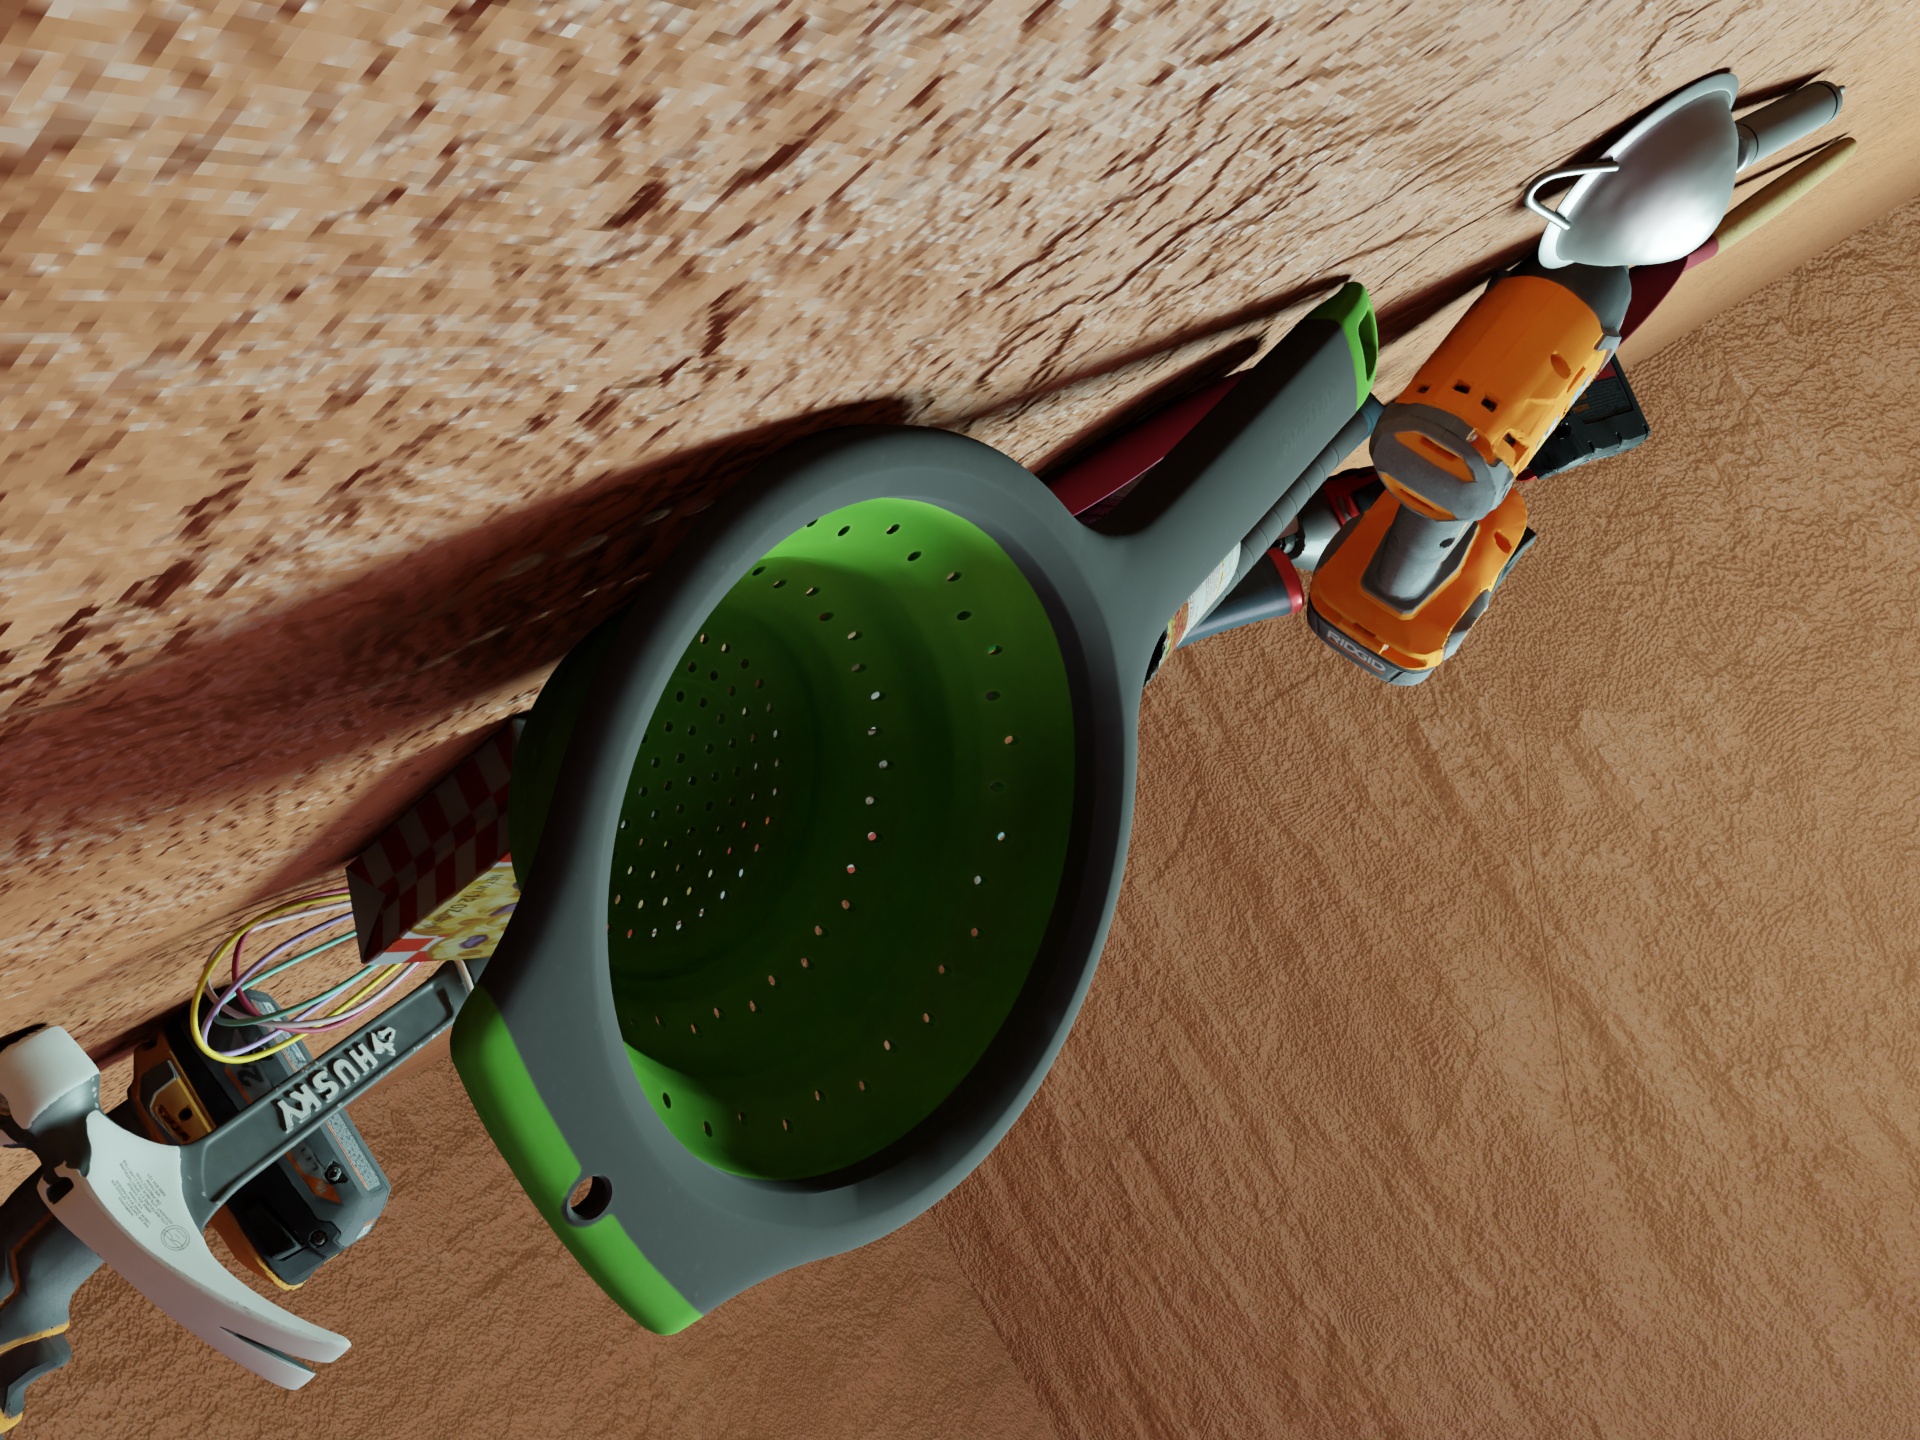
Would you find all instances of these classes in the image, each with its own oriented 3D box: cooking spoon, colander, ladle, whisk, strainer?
[{"bbox_3d":[-0.021,-0.048,0.585,0.319,0.017,0.069,-31,-172,8],"label":"cooking spoon"},{"bbox_3d":[0.000,-0.024,0.459,0.094,0.204,0.397,11,-135,39],"label":"colander"},{"bbox_3d":[0.431,-0.274,0.890,0.315,0.031,0.069,-35,176,-31],"label":"ladle"},{"bbox_3d":[-0.193,0.063,0.616,0.051,0.047,0.245,-18,-172,30],"label":"whisk"},{"bbox_3d":[0.298,-0.220,0.617,0.258,0.050,0.086,-32,164,-37],"label":"strainer"}]

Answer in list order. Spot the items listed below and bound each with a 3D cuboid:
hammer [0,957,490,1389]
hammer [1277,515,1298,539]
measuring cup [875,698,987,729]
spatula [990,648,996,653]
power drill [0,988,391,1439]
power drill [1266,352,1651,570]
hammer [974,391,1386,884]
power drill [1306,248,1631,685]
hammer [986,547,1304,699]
[{"bbox_3d":[-0.228,0.129,0.703,0.036,0.149,0.409,-39,-179,17],"label":"hammer"},{"bbox_3d":[0.122,-0.078,0.992,0.130,0.031,0.331,-21,174,1],"label":"hammer"},{"bbox_3d":[-0.040,0.001,0.735,0.062,0.029,0.157,-24,-161,-32],"label":"measuring cup"},{"bbox_3d":[0.063,-0.066,1.039,0.081,0.041,0.322,-32,180,22],"label":"spatula"},{"bbox_3d":[-0.351,0.239,0.647,0.226,0.185,0.084,-32,176,-15],"label":"power drill"},{"bbox_3d":[0.291,-0.155,0.982,0.143,0.078,0.219,-20,175,-42],"label":"power drill"},{"bbox_3d":[0.085,-0.036,0.723,0.331,0.033,0.128,-48,-174,-10],"label":"hammer"},{"bbox_3d":[0.249,-0.127,0.770,0.164,0.084,0.226,-49,163,-17],"label":"power drill"},{"bbox_3d":[-0.001,-0.003,0.835,0.386,0.038,0.143,-23,179,1],"label":"hammer"}]
